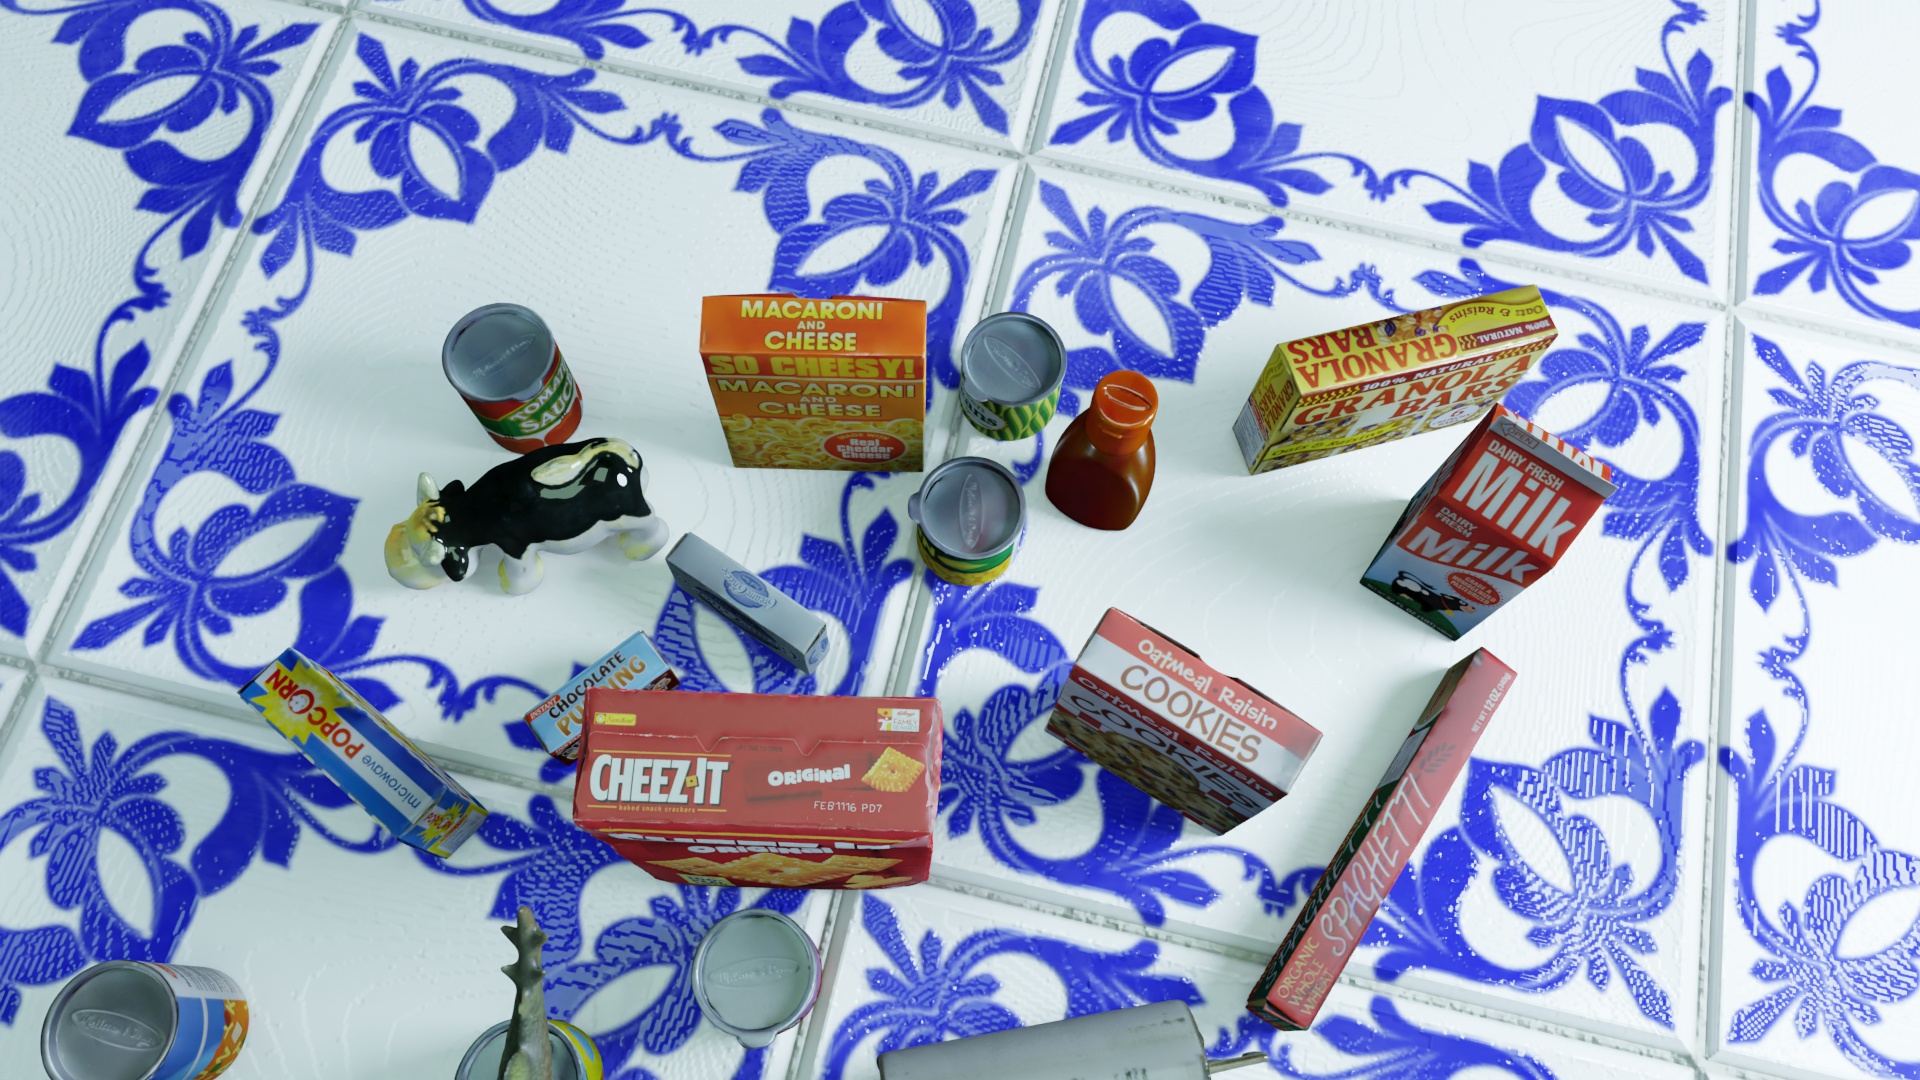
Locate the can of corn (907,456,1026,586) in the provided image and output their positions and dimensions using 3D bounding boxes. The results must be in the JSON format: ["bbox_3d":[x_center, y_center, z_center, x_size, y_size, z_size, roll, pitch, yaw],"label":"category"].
[{"bbox_3d":[0.003,-0.011,0.855,0.071,0.058,0.071,1,70,-2],"label":"can of corn"}]

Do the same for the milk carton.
[{"bbox_3d":[0.303,-0.013,0.798,0.072,0.190,0.073,34,73,9],"label":"milk carton"}]

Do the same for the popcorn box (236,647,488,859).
[{"bbox_3d":[-0.332,0.121,0.780,0.127,0.085,0.038,38,73,11],"label":"popcorn box"}]

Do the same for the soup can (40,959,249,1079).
[{"bbox_3d":[-0.425,0.258,0.727,0.071,0.083,0.071,1,70,-2],"label":"soup can"}]

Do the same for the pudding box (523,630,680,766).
[{"bbox_3d":[-0.209,0.093,0.814,0.084,0.049,0.030,-37,76,-14],"label":"pudding box"}]

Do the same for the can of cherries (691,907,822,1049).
[{"bbox_3d":[-0.110,0.240,0.760,0.071,0.058,0.072,1,70,-2],"label":"can of cherries"}]

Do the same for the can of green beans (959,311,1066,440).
[{"bbox_3d":[0.032,-0.104,0.891,0.071,0.057,0.071,1,70,-2],"label":"can of green beans"}]

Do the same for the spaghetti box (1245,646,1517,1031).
[{"bbox_3d":[0.244,0.171,0.803,0.029,0.050,0.251,34,72,10],"label":"spaghetti box"}]

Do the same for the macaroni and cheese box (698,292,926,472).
[{"bbox_3d":[-0.082,-0.090,0.824,0.124,0.166,0.040,1,71,-2],"label":"macaroni and cheese box"}]

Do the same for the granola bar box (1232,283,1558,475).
[{"bbox_3d":[0.265,-0.096,0.862,0.166,0.123,0.039,-14,72,-7],"label":"granola bar box"}]

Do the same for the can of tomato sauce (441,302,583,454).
[{"bbox_3d":[-0.274,-0.097,0.863,0.071,0.082,0.071,1,70,-2],"label":"can of tomato sauce"}]

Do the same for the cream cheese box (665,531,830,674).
[{"bbox_3d":[-0.126,0.038,0.835,0.104,0.053,0.024,33,73,9],"label":"cream cheese box"}]

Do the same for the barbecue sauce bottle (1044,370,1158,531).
[{"bbox_3d":[0.088,-0.052,0.826,0.065,0.148,0.044,24,72,6],"label":"barbecue sauce bottle"}]

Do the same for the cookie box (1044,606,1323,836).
[{"bbox_3d":[0.115,0.103,0.760,0.123,0.167,0.040,31,72,9],"label":"cookie box"}]

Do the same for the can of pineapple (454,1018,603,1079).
[{"bbox_3d":[-0.227,0.290,0.737,0.071,0.057,0.071,1,70,-2],"label":"can of pineapple"}]
